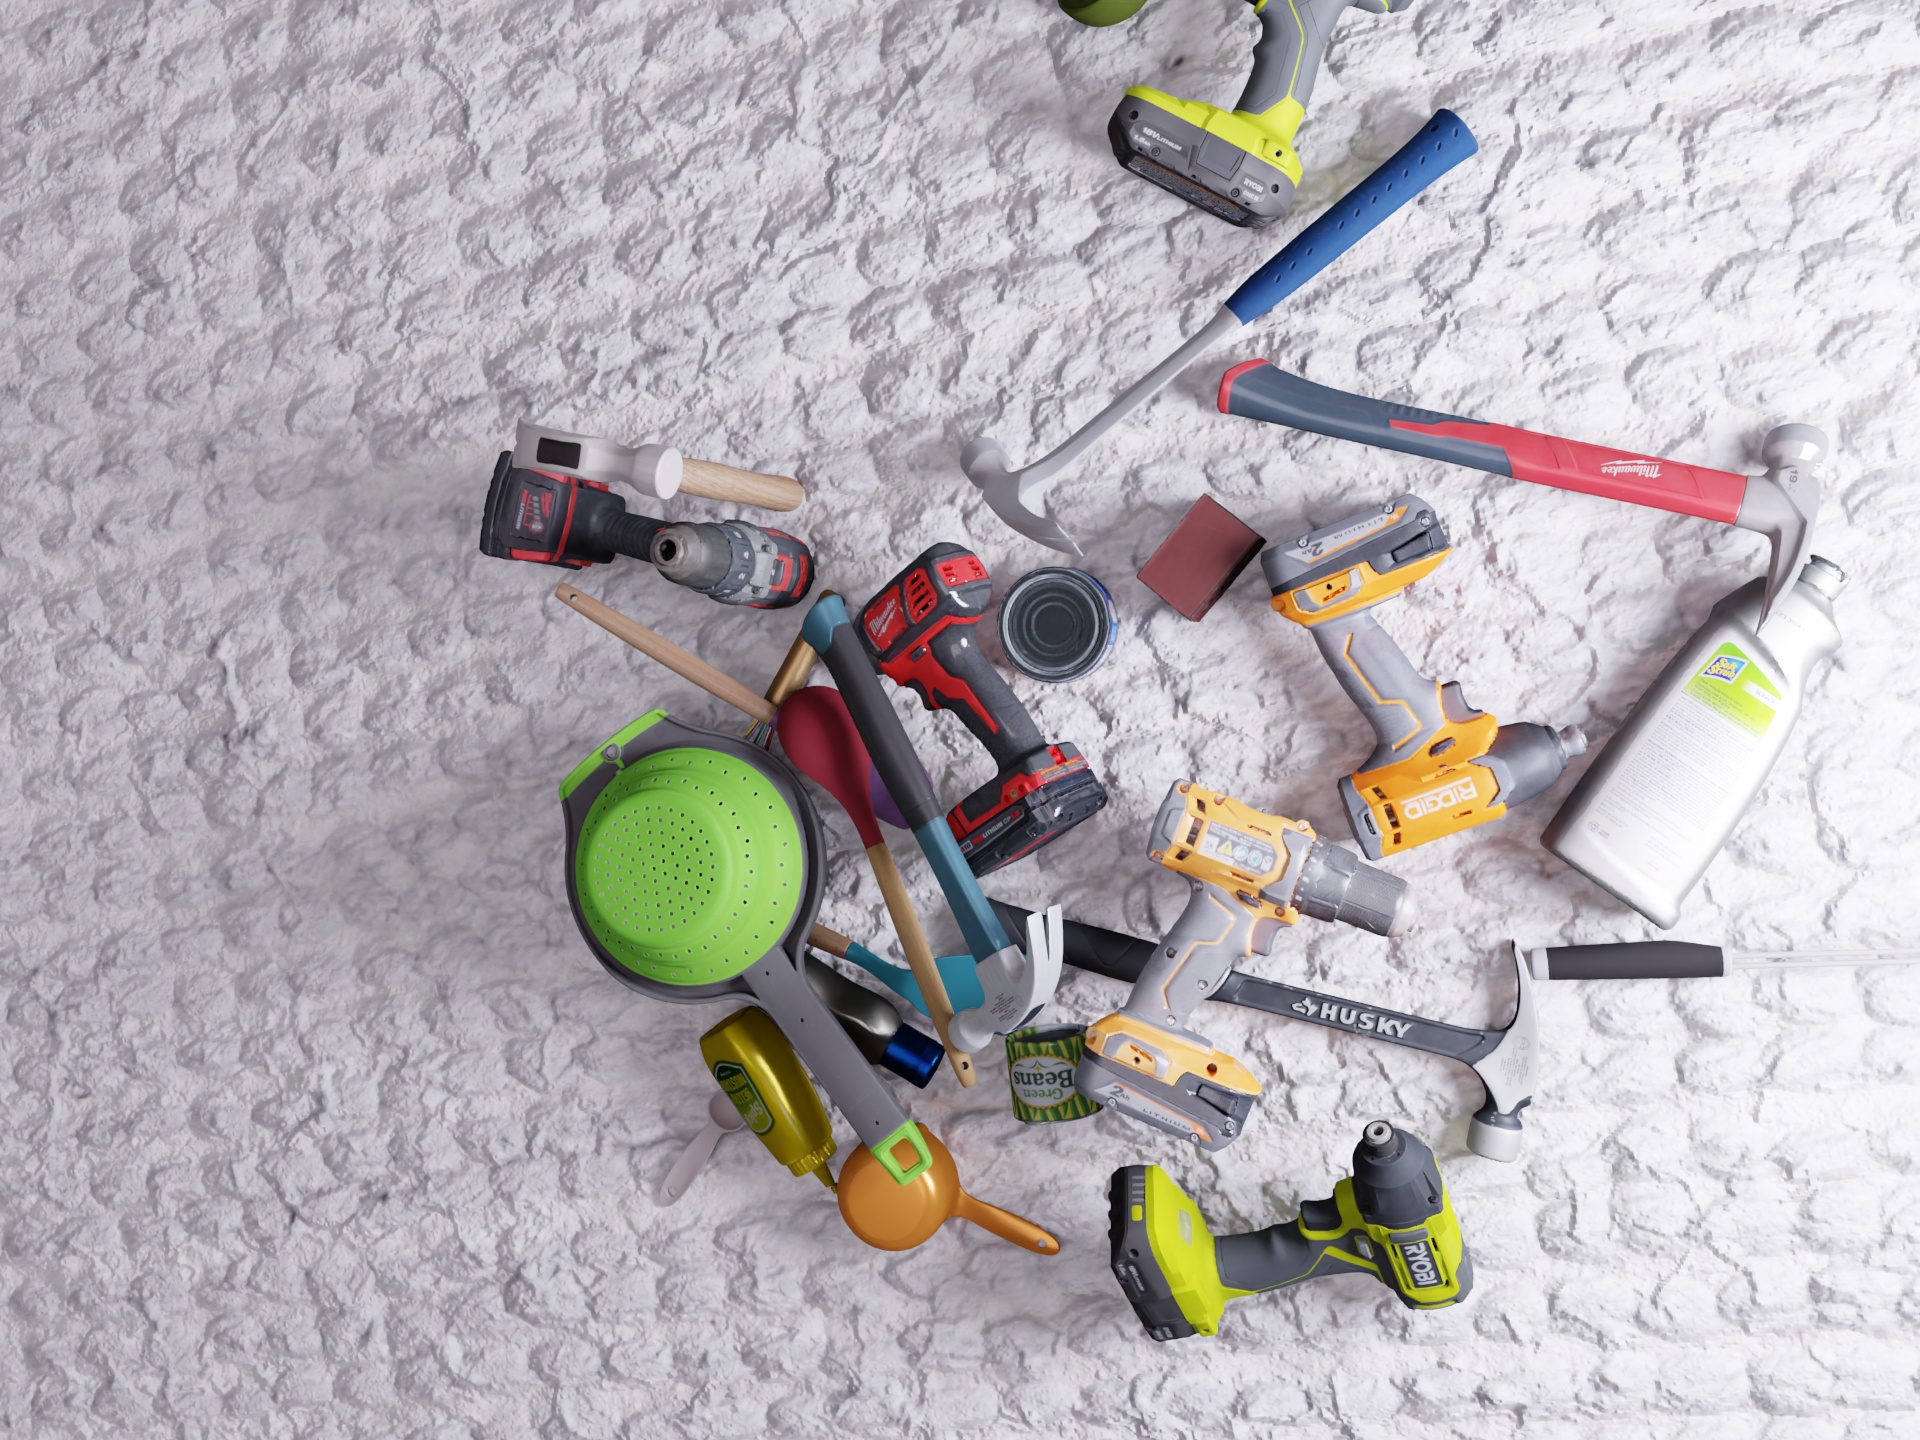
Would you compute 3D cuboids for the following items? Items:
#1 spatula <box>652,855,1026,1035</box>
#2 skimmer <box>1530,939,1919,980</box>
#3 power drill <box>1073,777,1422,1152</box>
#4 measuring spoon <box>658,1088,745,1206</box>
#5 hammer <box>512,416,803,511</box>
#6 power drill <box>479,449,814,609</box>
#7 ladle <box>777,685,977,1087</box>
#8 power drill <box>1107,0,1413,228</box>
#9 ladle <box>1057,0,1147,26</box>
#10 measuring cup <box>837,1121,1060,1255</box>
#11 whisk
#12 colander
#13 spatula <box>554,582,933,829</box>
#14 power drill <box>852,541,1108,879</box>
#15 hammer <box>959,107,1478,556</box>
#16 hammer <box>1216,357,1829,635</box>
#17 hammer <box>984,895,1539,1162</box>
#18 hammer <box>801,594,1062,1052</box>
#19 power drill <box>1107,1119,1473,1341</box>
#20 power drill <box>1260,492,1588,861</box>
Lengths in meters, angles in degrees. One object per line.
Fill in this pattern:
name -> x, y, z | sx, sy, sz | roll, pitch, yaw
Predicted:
spatula -> -0.101, 0.161, 1.211 | 0.318, 0.044, 0.082 | 21, 126, 20
skimmer -> 0.557, 0.171, 1.010 | 0.363, 0.090, 0.127 | -4, 123, 17
power drill -> 0.192, 0.173, 1.081 | 0.185, 0.084, 0.226 | 21, 91, 13
measuring spoon -> -0.204, 0.338, 1.260 | 0.034, 0.018, 0.124 | 38, 108, 10
hammer -> -0.185, -0.164, 1.067 | 0.130, 0.331, 0.031 | 13, 97, 15
power drill -> -0.237, -0.133, 1.161 | 0.227, 0.188, 0.080 | 16, 96, 18
ladle -> -0.053, 0.116, 1.152 | 0.069, 0.031, 0.315 | -20, 81, -19
power drill -> 0.192, -0.471, 1.070 | 0.190, 0.080, 0.228 | 26, 99, -5
ladle -> 0.007, -0.595, 1.142 | 0.320, 0.062, 0.078 | 37, 91, 13
measuring cup -> -0.011, 0.367, 1.187 | 0.174, 0.052, 0.095 | 20, 97, 15
whisk -> -0.150, 0.011, 1.219 | 0.047, 0.051, 0.245 | 29, 94, 1
colander -> -0.156, 0.169, 1.136 | 0.204, 0.094, 0.397 | -39, 81, 5
spatula -> -0.161, -0.018, 1.187 | 0.316, 0.018, 0.060 | 30, 81, -5
power drill -> -0.002, -0.004, 1.146 | 0.143, 0.078, 0.220 | -37, 77, 41
hammer -> 0.182, -0.269, 1.095 | 0.405, 0.035, 0.144 | -39, 43, 8
hammer -> 0.356, -0.167, 1.055 | 0.386, 0.038, 0.143 | 16, 69, 17
hammer -> 0.203, 0.187, 1.133 | 0.409, 0.036, 0.149 | 13, 94, 14
hammer -> -0.029, 0.062, 1.116 | 0.128, 0.033, 0.331 | -39, 73, 42
power drill -> 0.220, 0.345, 1.083 | 0.223, 0.080, 0.171 | -15, 125, 17
power drill -> 0.311, -0.035, 1.074 | 0.164, 0.084, 0.226 | -21, 91, 14
